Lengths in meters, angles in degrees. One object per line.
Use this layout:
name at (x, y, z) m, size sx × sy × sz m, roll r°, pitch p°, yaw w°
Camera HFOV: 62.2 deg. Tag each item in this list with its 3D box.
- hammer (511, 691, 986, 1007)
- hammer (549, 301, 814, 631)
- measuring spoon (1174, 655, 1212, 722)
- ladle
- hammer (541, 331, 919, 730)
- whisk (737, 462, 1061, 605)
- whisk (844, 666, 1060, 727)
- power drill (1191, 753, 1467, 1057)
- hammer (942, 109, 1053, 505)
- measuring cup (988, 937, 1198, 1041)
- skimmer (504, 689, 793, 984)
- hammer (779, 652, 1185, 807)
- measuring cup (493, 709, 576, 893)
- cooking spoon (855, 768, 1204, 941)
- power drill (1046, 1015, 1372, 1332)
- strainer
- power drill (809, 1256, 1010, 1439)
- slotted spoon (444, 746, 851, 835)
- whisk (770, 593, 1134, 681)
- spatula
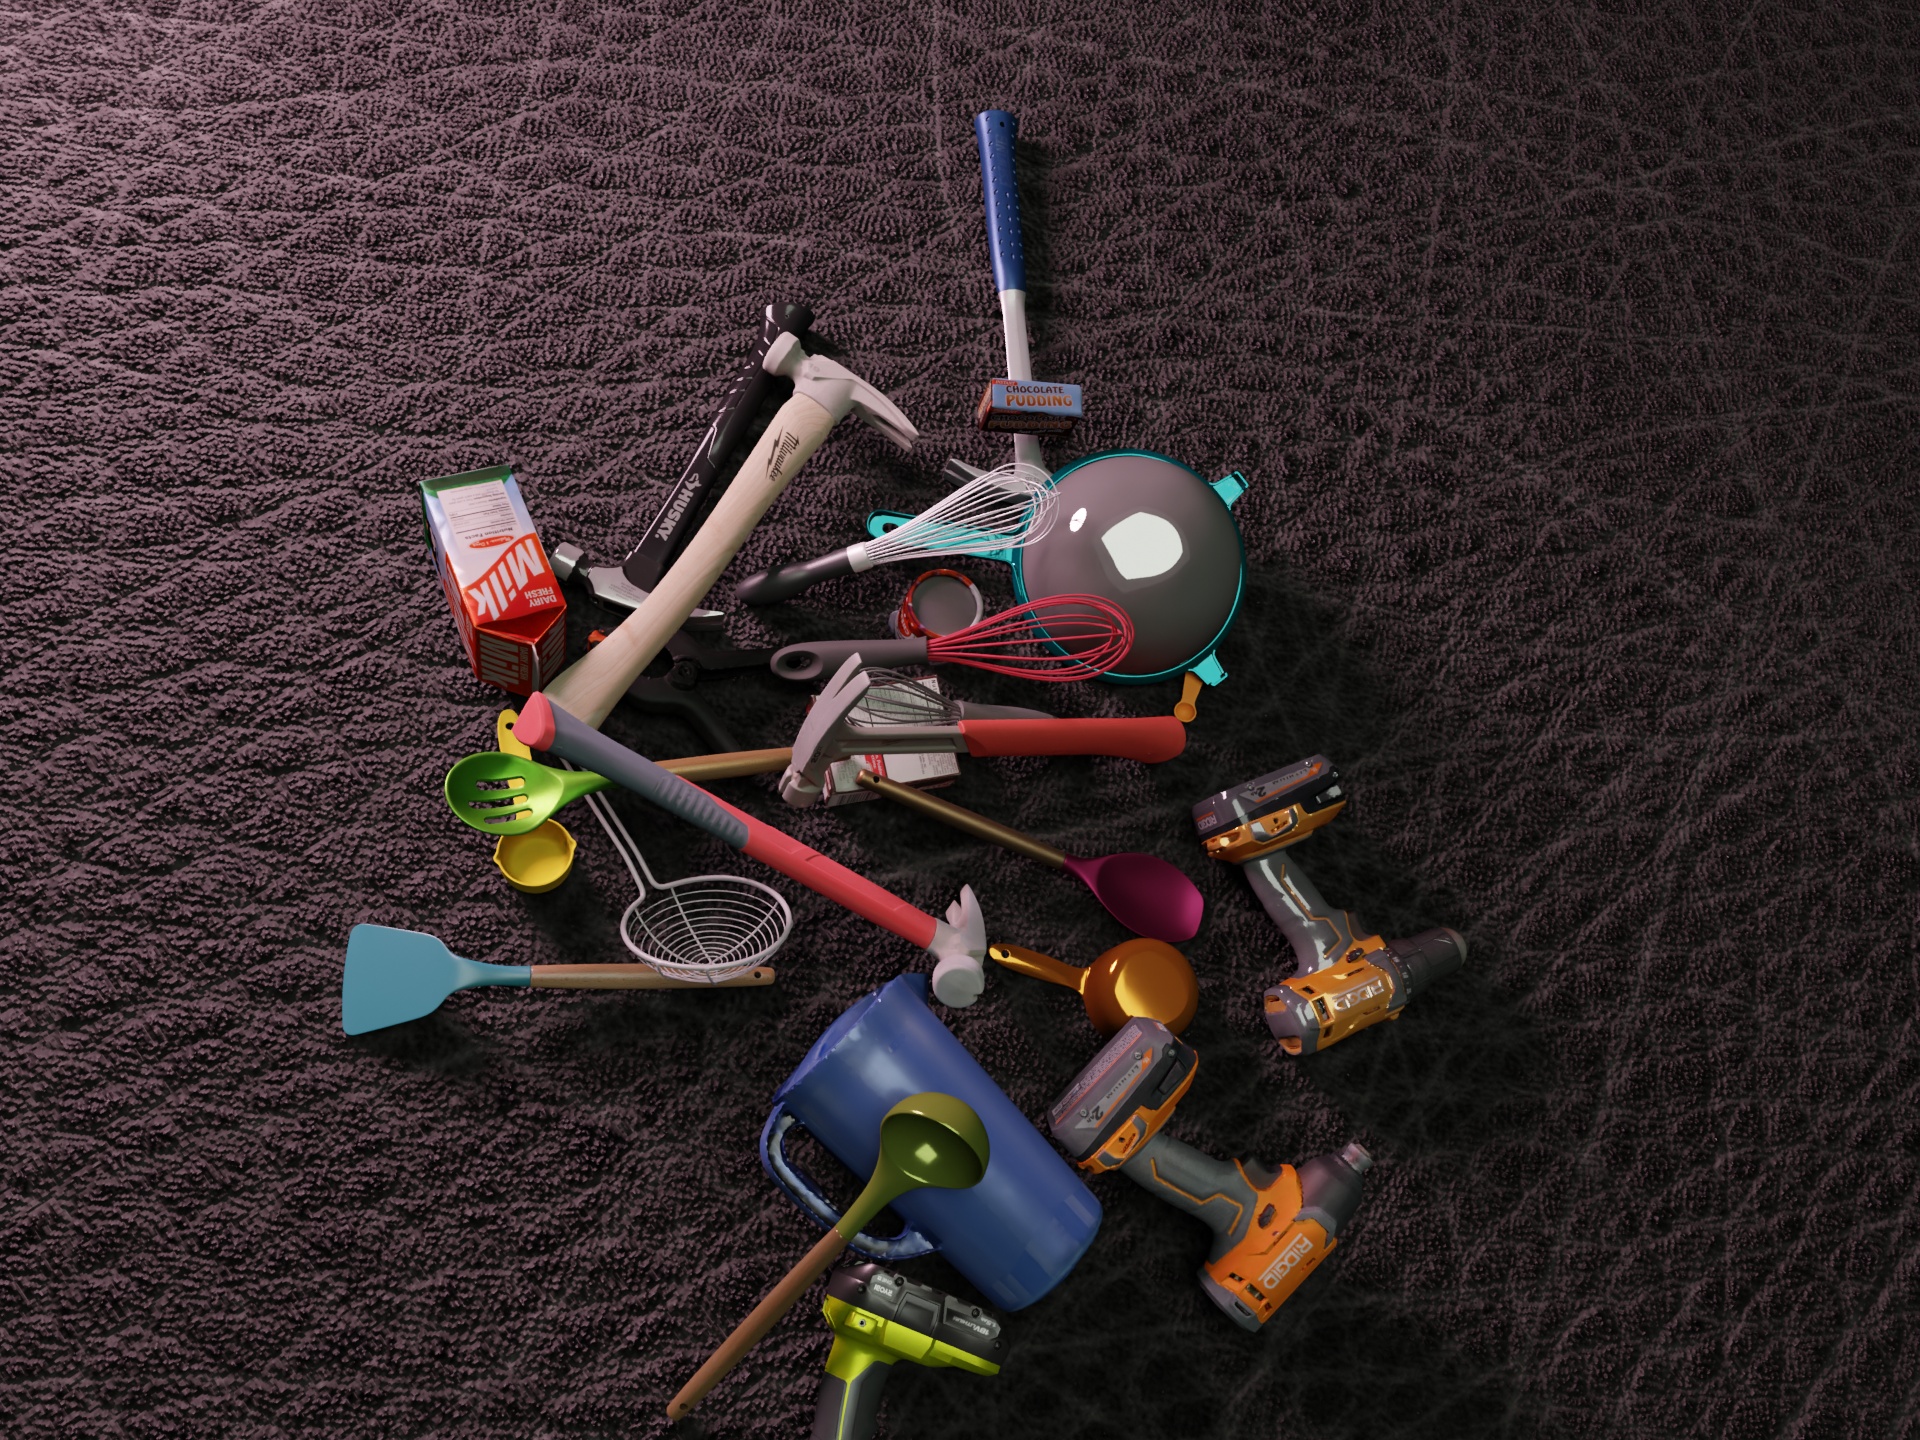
hammer at (-0.150, 0.082, 1.187) m, size 0.386 × 0.143 × 0.038 m, roll 31°, pitch 108°, yaw -13°
hammer at (-0.208, -0.226, 1.362) m, size 0.146 × 0.035 × 0.335 m, roll 26°, pitch 68°, yaw -3°
measuring spoon at (0.210, -0.048, 1.414) m, size 0.021 × 0.011 × 0.117 m, roll 17°, pitch 65°, yaw 3°
ladle at (-0.099, 0.378, 1.099) m, size 0.078 × 0.062 × 0.320 m, roll 41°, pitch 98°, yaw -6°
hammer at (-0.191, -0.136, 1.287) m, size 0.146 × 0.038 × 0.411 m, roll 34°, pitch 64°, yaw -3°
whisk at (-0.052, -0.145, 1.315) m, size 0.284 × 0.070 × 0.070 m, roll -16°, pitch 75°, yaw 10°
whisk at (-0.001, -0.004, 1.290) m, size 0.238 × 0.055 × 0.055 m, roll 9°, pitch 68°, yaw -38°
power drill at (0.313, 0.146, 1.336) m, size 0.185 × 0.084 × 0.226 m, roll -19°, pitch 81°, yaw -19°
hammer at (0.043, -0.386, 1.473) m, size 0.144 × 0.035 × 0.406 m, roll 0°, pitch 72°, yaw -13°
measuring cup at (0.109, 0.206, 1.279) m, size 0.173 × 0.052 × 0.095 m, roll 19°, pitch 69°, yaw -9°
skimmer at (-0.267, 0.049, 1.225) m, size 0.127 × 0.090 × 0.363 m, roll -26°, pitch 77°, yaw -44°
hammer at (0.039, 0.008, 1.261) m, size 0.359 × 0.149 × 0.037 m, roll -1°, pitch 51°, yaw -34°
measuring cup at (-0.340, 0.064, 1.244) m, size 0.062 × 0.029 × 0.157 m, roll -11°, pitch 63°, yaw -17°
cooking spoon at (0.060, 0.105, 1.303) m, size 0.318 × 0.017 × 0.069 m, roll 24°, pitch 68°, yaw -14°
power drill at (0.196, 0.333, 1.216) m, size 0.226 × 0.084 × 0.164 m, roll 44°, pitch 90°, yaw -3°
strainer at (0.091, -0.149, 1.353) m, size 0.340 × 0.095 × 0.211 m, roll 8°, pitch 84°, yaw -7°
power drill at (-0.051, 0.519, 1.127) m, size 0.190 × 0.080 × 0.229 m, roll 24°, pitch 71°, yaw -4°
slotted spoon at (-0.229, 0.042, 1.207) m, size 0.313 × 0.031 × 0.070 m, roll -7°, pitch 62°, yaw -25°
whisk at (-0.007, -0.057, 1.283) m, size 0.296 × 0.073 × 0.073 m, roll -5°, pitch 72°, yaw 3°
spatula at (-0.300, 0.194, 1.207) m, size 0.317 × 0.044 × 0.082 m, roll 3°, pitch 70°, yaw -17°
